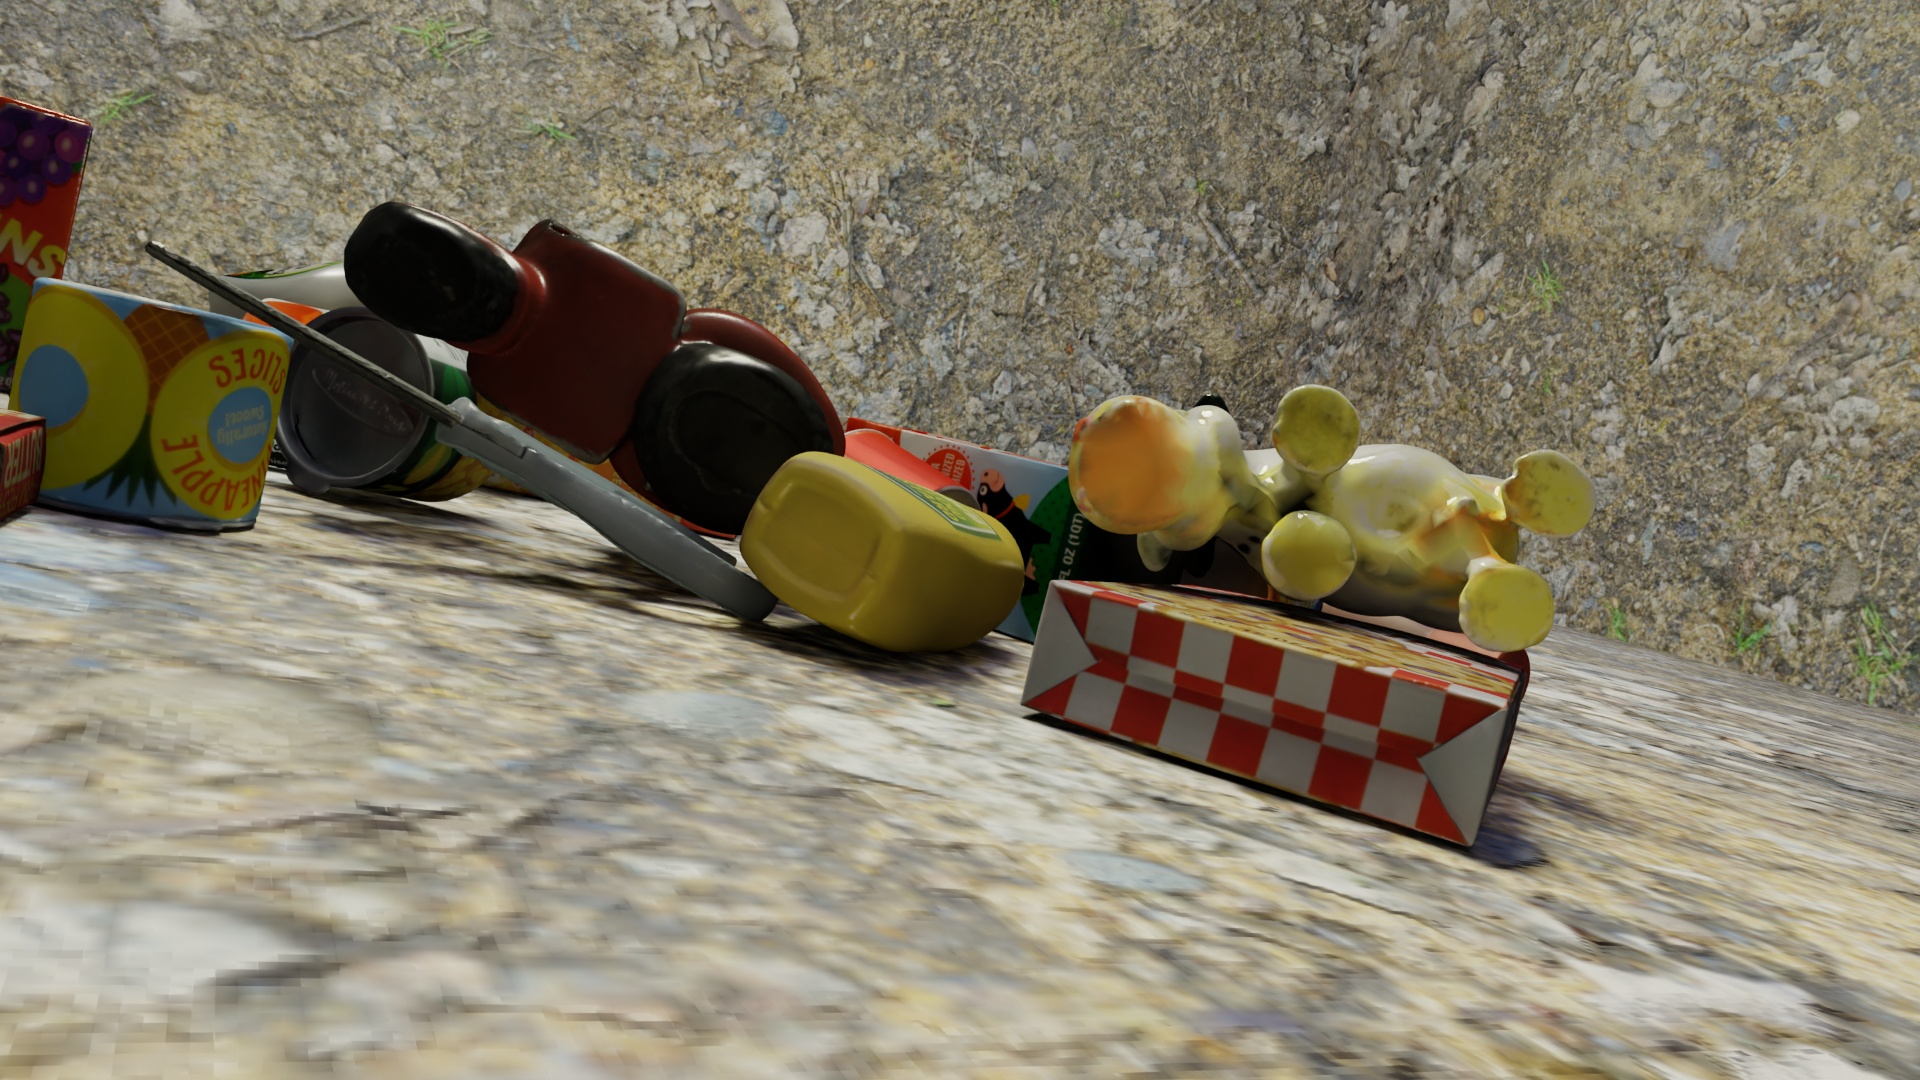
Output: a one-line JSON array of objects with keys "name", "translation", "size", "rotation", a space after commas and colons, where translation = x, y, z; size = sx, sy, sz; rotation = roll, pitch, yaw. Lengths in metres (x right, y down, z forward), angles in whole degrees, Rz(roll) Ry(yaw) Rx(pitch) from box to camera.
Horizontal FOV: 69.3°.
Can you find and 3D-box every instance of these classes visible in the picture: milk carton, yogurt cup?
[{"name": "milk carton", "translation": [0.002, -0.008, 0.620], "size": [0.190, 0.072, 0.073], "rotation": [16, 5, 42]}, {"name": "yogurt cup", "translation": [-0.028, -0.004, 0.548], "size": [0.054, 0.072, 0.072], "rotation": [25, 10, 34]}]

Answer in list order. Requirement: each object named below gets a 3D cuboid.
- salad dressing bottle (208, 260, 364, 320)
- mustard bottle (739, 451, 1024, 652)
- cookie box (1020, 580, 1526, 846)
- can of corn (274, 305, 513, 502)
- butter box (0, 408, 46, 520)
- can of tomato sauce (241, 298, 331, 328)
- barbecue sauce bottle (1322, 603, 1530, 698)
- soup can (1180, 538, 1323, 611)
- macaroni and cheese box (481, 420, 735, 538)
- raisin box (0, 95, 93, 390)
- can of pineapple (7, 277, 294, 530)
[{"name": "salad dressing bottle", "translation": [-0.343, -0.139, 0.791], "size": [0.148, 0.044, 0.064], "rotation": [-10, 7, -7]}, {"name": "mustard bottle", "translation": [-0.013, 0.008, 0.473], "size": [0.065, 0.048, 0.160], "rotation": [32, 6, 21]}, {"name": "cookie box", "translation": [0.108, 0.045, 0.435], "size": [0.123, 0.040, 0.167], "rotation": [15, 4, 24]}, {"name": "can of corn", "translation": [-0.213, -0.047, 0.523], "size": [0.071, 0.071, 0.058], "rotation": [14, -2, 13]}, {"name": "butter box", "translation": [-0.273, -0.026, 0.316], "size": [0.103, 0.024, 0.053], "rotation": [11, 3, -23]}, {"name": "can of tomato sauce", "translation": [-0.259, -0.065, 0.595], "size": [0.083, 0.071, 0.071], "rotation": [12, 3, -7]}, {"name": "barbecue sauce bottle", "translation": [0.207, 0.049, 0.691], "size": [0.065, 0.043, 0.148], "rotation": [10, 5, -38]}, {"name": "soup can", "translation": [0.124, 0.025, 0.631], "size": [0.071, 0.071, 0.084], "rotation": [15, 5, 27]}, {"name": "macaroni and cheese box", "translation": [-0.192, -0.042, 0.719], "size": [0.166, 0.040, 0.124], "rotation": [12, 5, -8]}, {"name": "raisin box", "translation": [-0.430, -0.130, 0.587], "size": [0.086, 0.123, 0.040], "rotation": [11, 3, -41]}, {"name": "can of pineapple", "translation": [-0.228, -0.038, 0.393], "size": [0.071, 0.058, 0.071], "rotation": [13, 3, -1]}]
